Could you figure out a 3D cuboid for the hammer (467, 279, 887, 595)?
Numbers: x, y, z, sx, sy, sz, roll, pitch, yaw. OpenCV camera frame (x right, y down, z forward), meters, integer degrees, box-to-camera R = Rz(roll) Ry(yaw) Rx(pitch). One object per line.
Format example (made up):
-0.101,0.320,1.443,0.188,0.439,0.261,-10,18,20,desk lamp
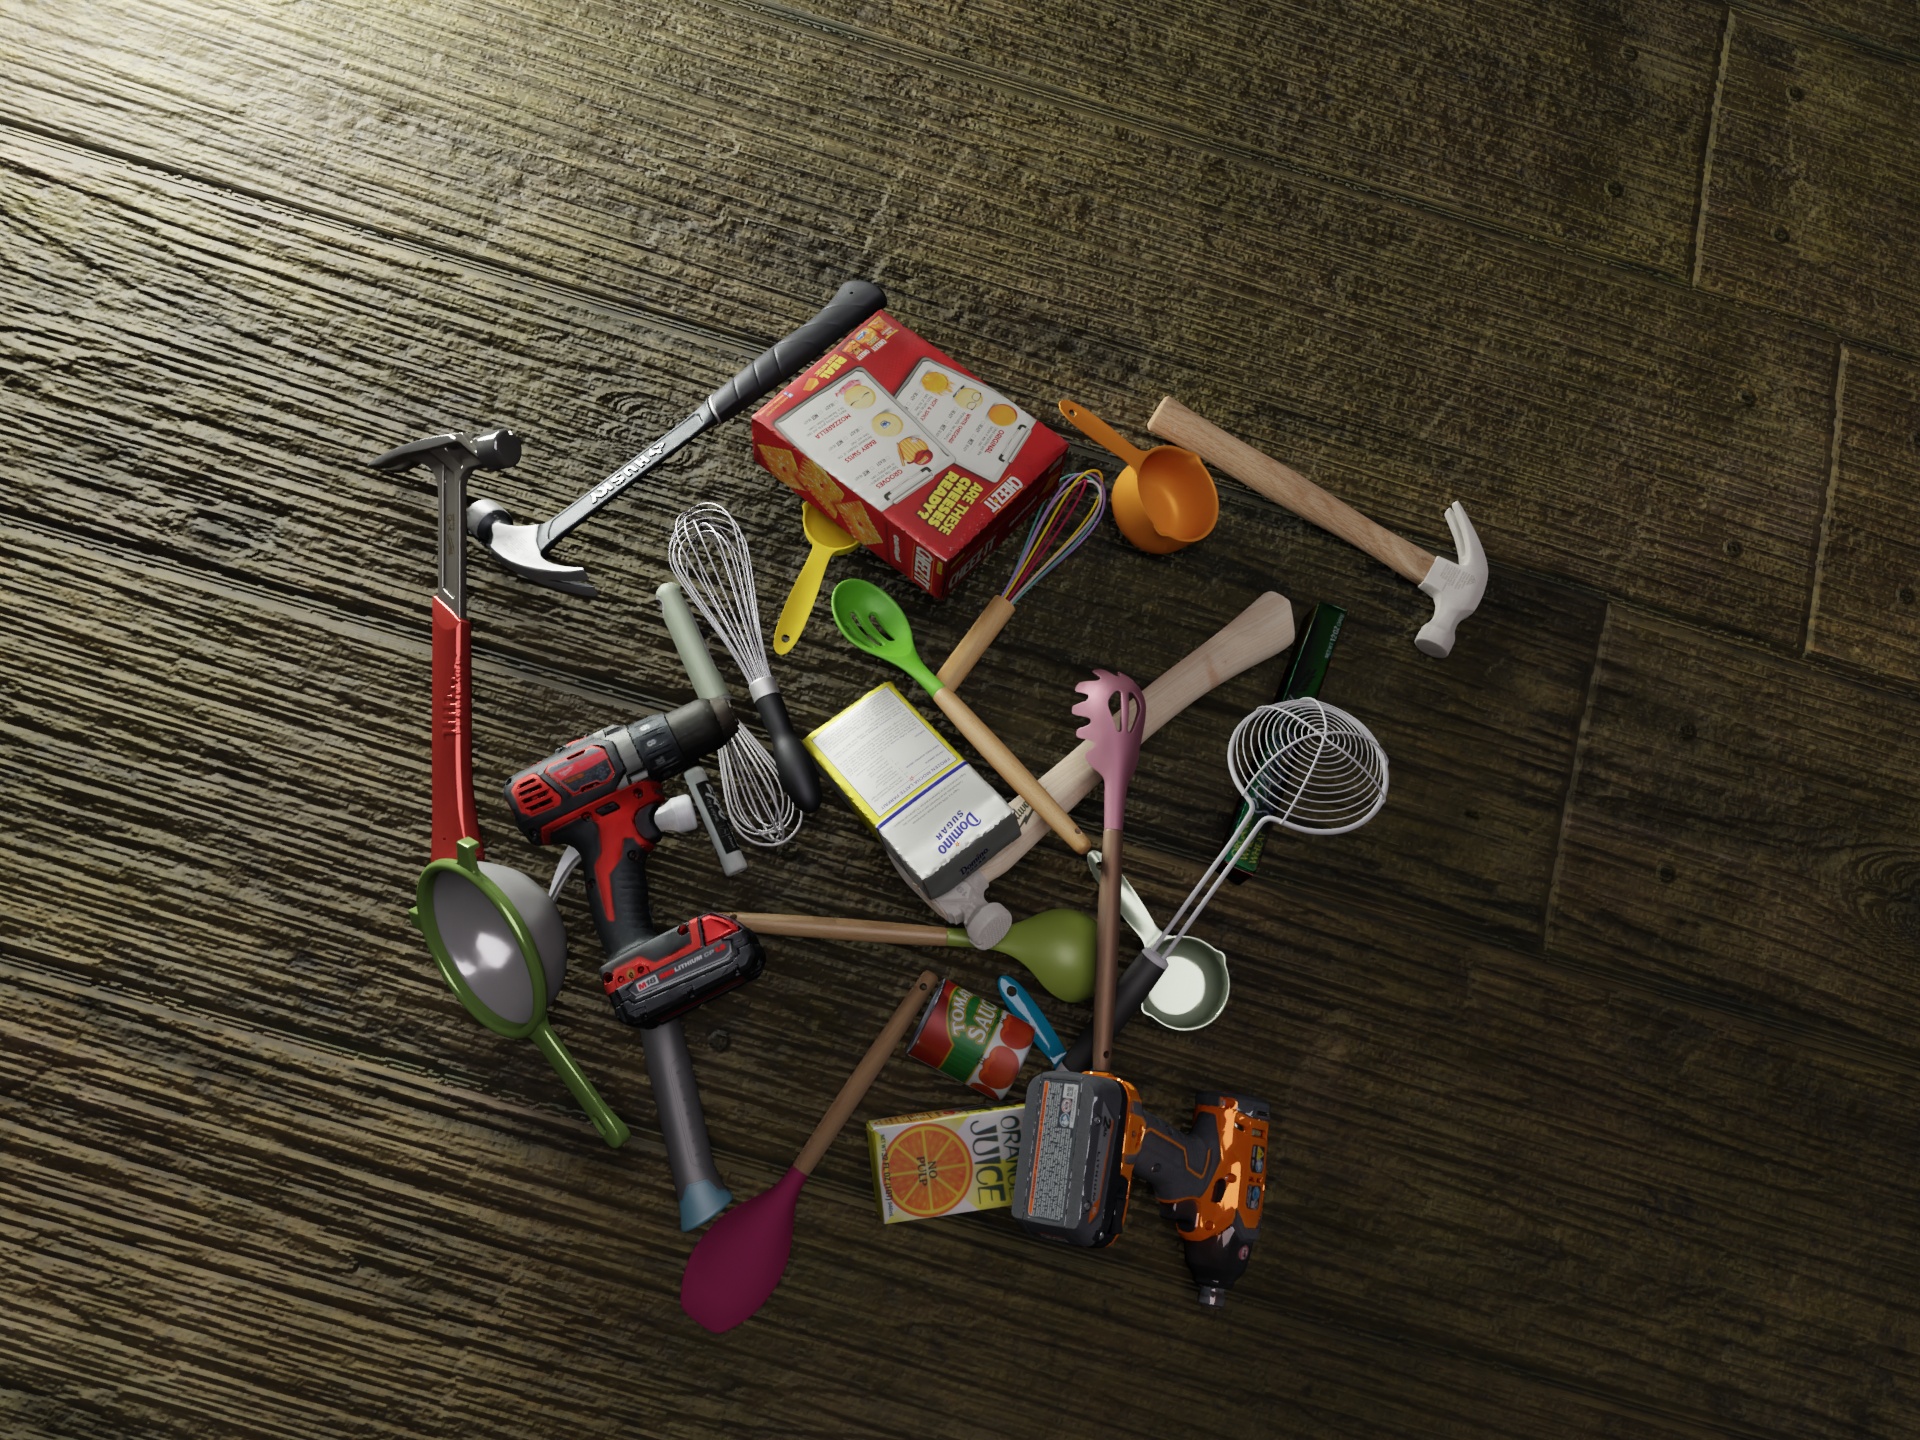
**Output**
-0.220,-0.252,1.350,0.409,0.036,0.149,-41,54,-18,hammer

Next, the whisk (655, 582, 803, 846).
-0.196,-0.008,1.308,0.059,0.057,0.246,-22,75,-16,whisk

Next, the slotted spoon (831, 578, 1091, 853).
-0.002,-0.004,1.293,0.070,0.031,0.314,-21,58,-41,slotted spoon

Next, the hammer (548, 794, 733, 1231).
-0.237,0.231,1.252,0.128,0.033,0.331,-14,78,-10,hammer

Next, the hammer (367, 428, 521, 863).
-0.417,-0.052,1.284,0.149,0.036,0.359,-5,83,29,hammer

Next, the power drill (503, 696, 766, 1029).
-0.226,0.103,1.226,0.188,0.080,0.227,-25,77,-8,power drill

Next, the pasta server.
0.116,0.113,1.247,0.060,0.040,0.316,6,81,-18,pasta server

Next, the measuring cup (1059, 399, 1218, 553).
0.141,-0.211,1.364,0.173,0.052,0.095,35,61,-16,measuring cup

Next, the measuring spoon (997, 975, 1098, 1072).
0.072,0.258,1.281,0.042,0.021,0.128,-36,84,-13,measuring spoon

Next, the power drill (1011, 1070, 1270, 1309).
0.146,0.352,1.195,0.226,0.084,0.164,21,71,-39,power drill

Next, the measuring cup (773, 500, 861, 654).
-0.125,-0.124,1.354,0.062,0.029,0.156,22,78,0,measuring cup

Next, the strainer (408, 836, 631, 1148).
-0.313,0.204,1.213,0.069,0.151,0.256,-32,83,-43,strainer

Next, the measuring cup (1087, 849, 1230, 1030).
0.152,0.179,1.303,0.083,0.038,0.168,-33,80,-12,measuring cup

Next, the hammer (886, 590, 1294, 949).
0.119,0.015,1.328,0.410,0.038,0.146,-38,58,-18,hammer

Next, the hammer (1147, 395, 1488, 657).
0.317,-0.193,1.413,0.331,0.031,0.130,31,76,2,hammer

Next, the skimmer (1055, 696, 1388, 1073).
0.199,0.140,1.263,0.127,0.090,0.363,38,97,21,skimmer

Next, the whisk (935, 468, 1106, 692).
0.049,-0.120,1.363,0.051,0.047,0.245,36,79,2,whisk

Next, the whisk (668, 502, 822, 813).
-0.171,-0.053,1.300,0.070,0.070,0.285,-21,74,-10,whisk

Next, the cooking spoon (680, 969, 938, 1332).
-0.111,0.331,1.247,0.069,0.017,0.319,33,75,7,cooking spoon

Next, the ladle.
-0.037,0.179,1.286,0.320,0.062,0.078,4,55,2,ladle
